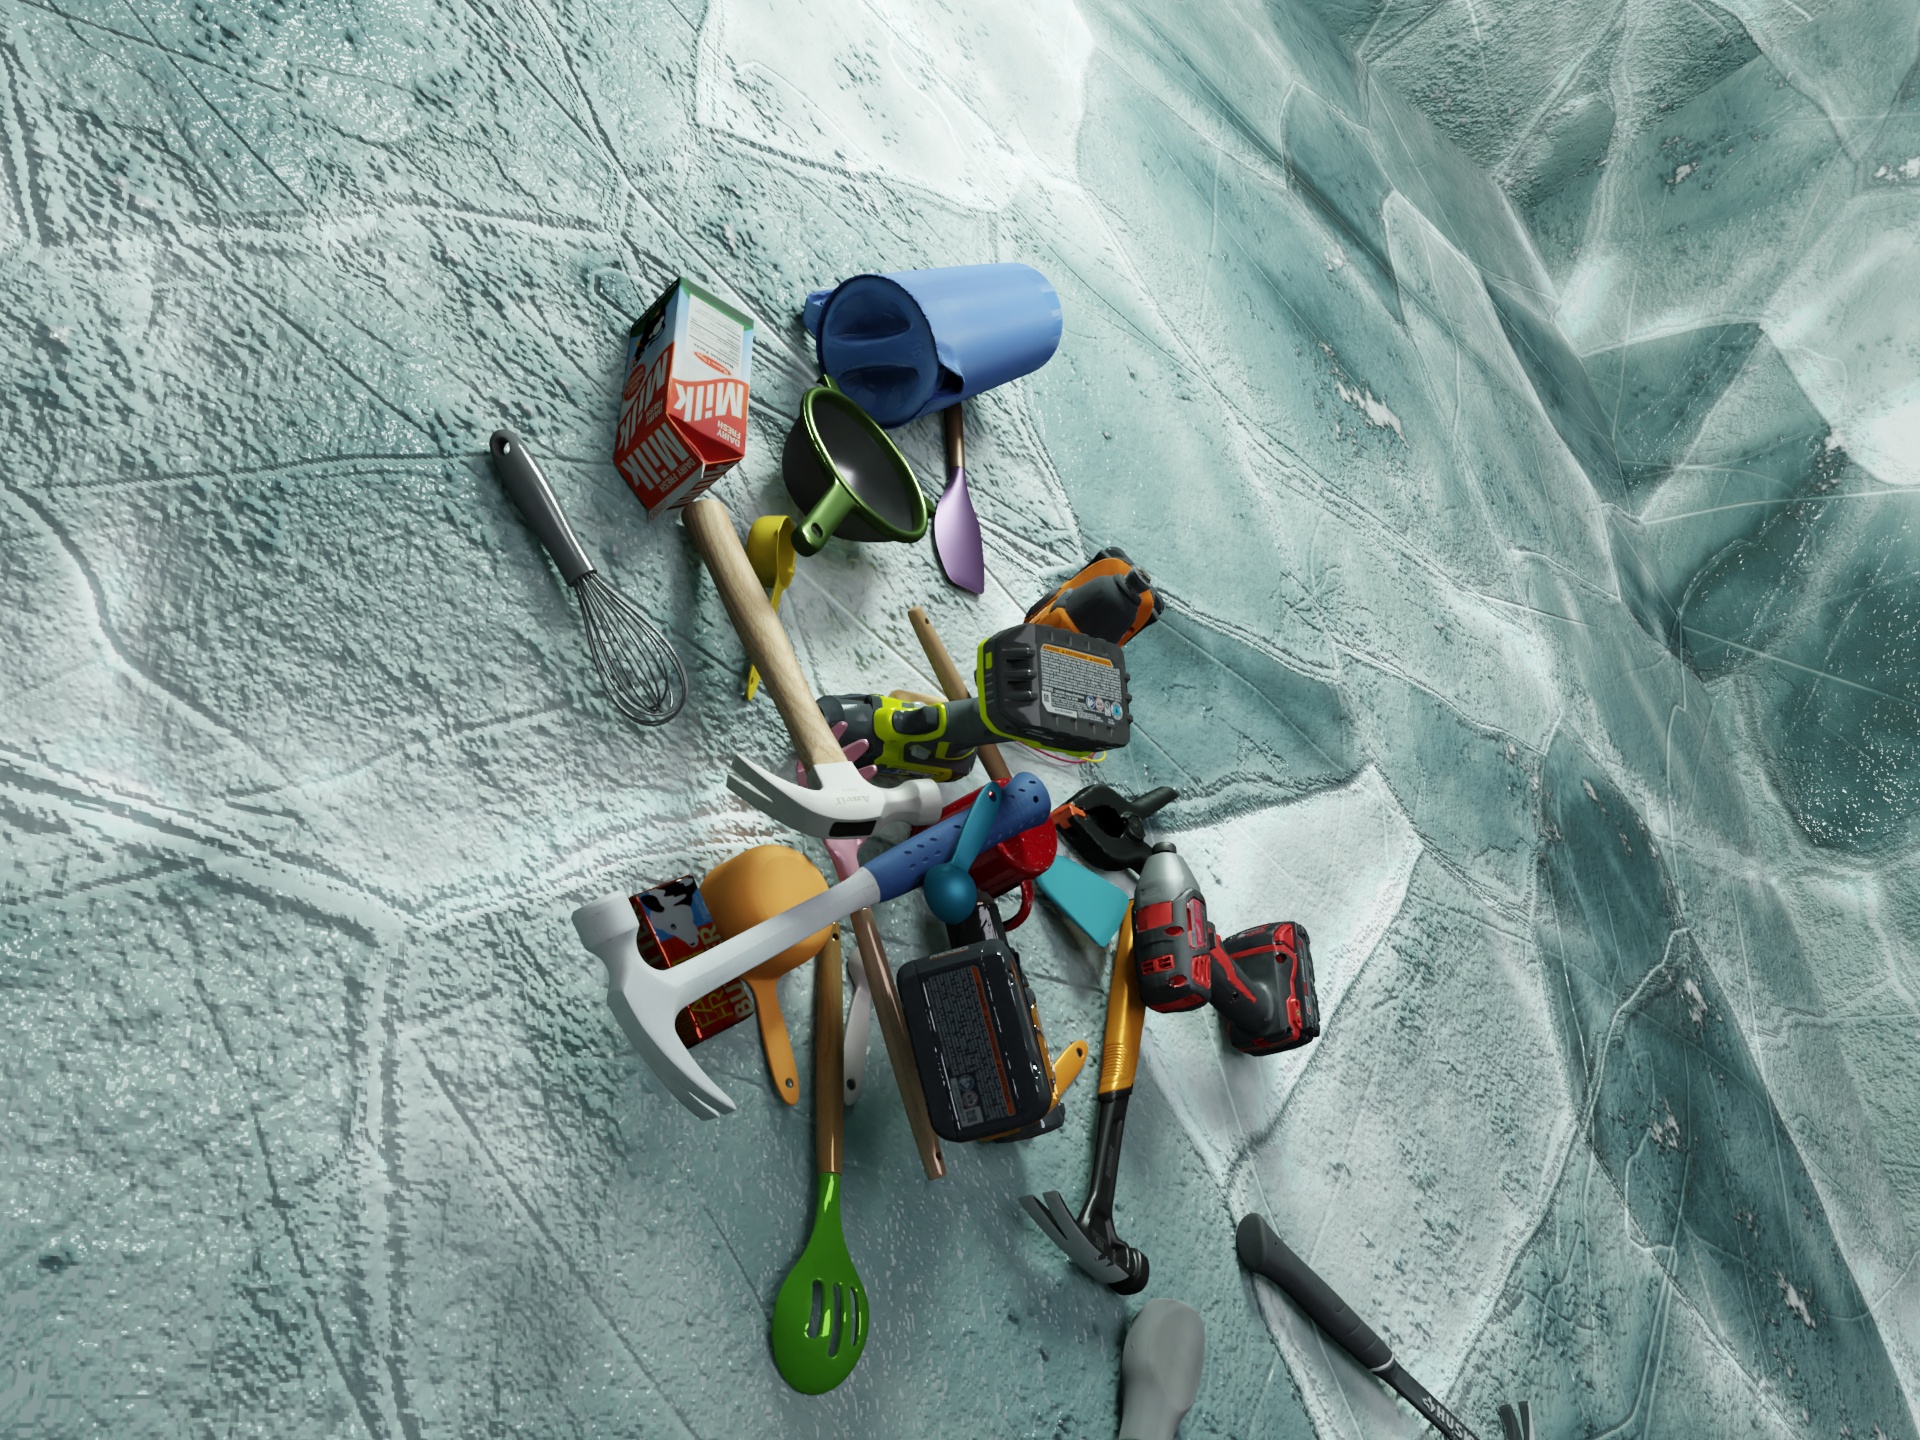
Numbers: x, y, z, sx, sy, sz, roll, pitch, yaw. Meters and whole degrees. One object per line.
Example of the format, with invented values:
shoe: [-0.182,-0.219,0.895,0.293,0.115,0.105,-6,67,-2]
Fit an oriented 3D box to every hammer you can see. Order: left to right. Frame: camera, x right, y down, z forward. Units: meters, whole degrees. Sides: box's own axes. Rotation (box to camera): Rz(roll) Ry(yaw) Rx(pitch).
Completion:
hammer: [-0.134,-0.045,1.114,0.130,0.031,0.332,-4,46,-30]
hammer: [-0.065,0.118,1.048,0.405,0.035,0.144,-24,87,-49]
hammer: [0.121,0.272,1.264,0.127,0.034,0.337,47,37,-28]
hammer: [0.373,0.554,1.359,0.408,0.036,0.149,46,38,-16]

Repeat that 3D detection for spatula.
spatula: [-0.006,-0.256,1.501,0.059,0.018,0.316,22,51,-37]
spatula: [0.043,0.043,1.307,0.317,0.044,0.082,62,32,-13]

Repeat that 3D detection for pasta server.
pasta server: [-0.056,0.153,1.083,0.060,0.040,0.316,-1,67,-46]

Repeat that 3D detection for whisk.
whisk: [-0.259,-0.101,1.093,0.055,0.055,0.239,-25,81,-52]
whisk: [0.038,0.004,1.356,0.244,0.051,0.047,11,63,-40]

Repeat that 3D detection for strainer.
strainer: [-0.108,-0.171,1.263,0.151,0.069,0.256,50,26,-15]

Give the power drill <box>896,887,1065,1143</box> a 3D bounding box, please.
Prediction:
power drill: [0.016,0.199,1.097,0.226,0.084,0.185,54,21,-75]

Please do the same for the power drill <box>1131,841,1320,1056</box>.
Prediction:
power drill: [0.221,0.198,1.364,0.219,0.078,0.143,33,46,-44]

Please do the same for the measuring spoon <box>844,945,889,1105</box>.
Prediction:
measuring spoon: [-0.067,0.211,1.115,0.034,0.018,0.124,34,45,-29]

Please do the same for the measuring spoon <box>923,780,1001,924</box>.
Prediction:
measuring spoon: [0.011,0.085,1.097,0.042,0.021,0.129,44,45,-20]

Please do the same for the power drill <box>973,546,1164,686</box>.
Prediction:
power drill: [0.108,-0.084,1.355,0.084,0.164,0.226,50,20,0]

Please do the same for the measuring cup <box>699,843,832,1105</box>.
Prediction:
measuring cup: [-0.118,0.165,1.061,0.095,0.052,0.174,8,57,-45]

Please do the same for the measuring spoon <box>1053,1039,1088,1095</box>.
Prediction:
measuring spoon: [0.075,0.281,1.231,0.021,0.011,0.117,56,37,-4]

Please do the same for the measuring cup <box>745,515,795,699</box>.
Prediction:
measuring cup: [-0.155,-0.087,1.211,0.062,0.029,0.157,77,21,-63]

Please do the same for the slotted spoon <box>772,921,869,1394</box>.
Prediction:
slotted spoon: [-0.088,0.273,1.045,0.070,0.031,0.314,23,49,-32]

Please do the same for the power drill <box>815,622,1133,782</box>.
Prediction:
power drill: [-0.002,-0.004,1.165,0.171,0.223,0.080,11,71,-45]
